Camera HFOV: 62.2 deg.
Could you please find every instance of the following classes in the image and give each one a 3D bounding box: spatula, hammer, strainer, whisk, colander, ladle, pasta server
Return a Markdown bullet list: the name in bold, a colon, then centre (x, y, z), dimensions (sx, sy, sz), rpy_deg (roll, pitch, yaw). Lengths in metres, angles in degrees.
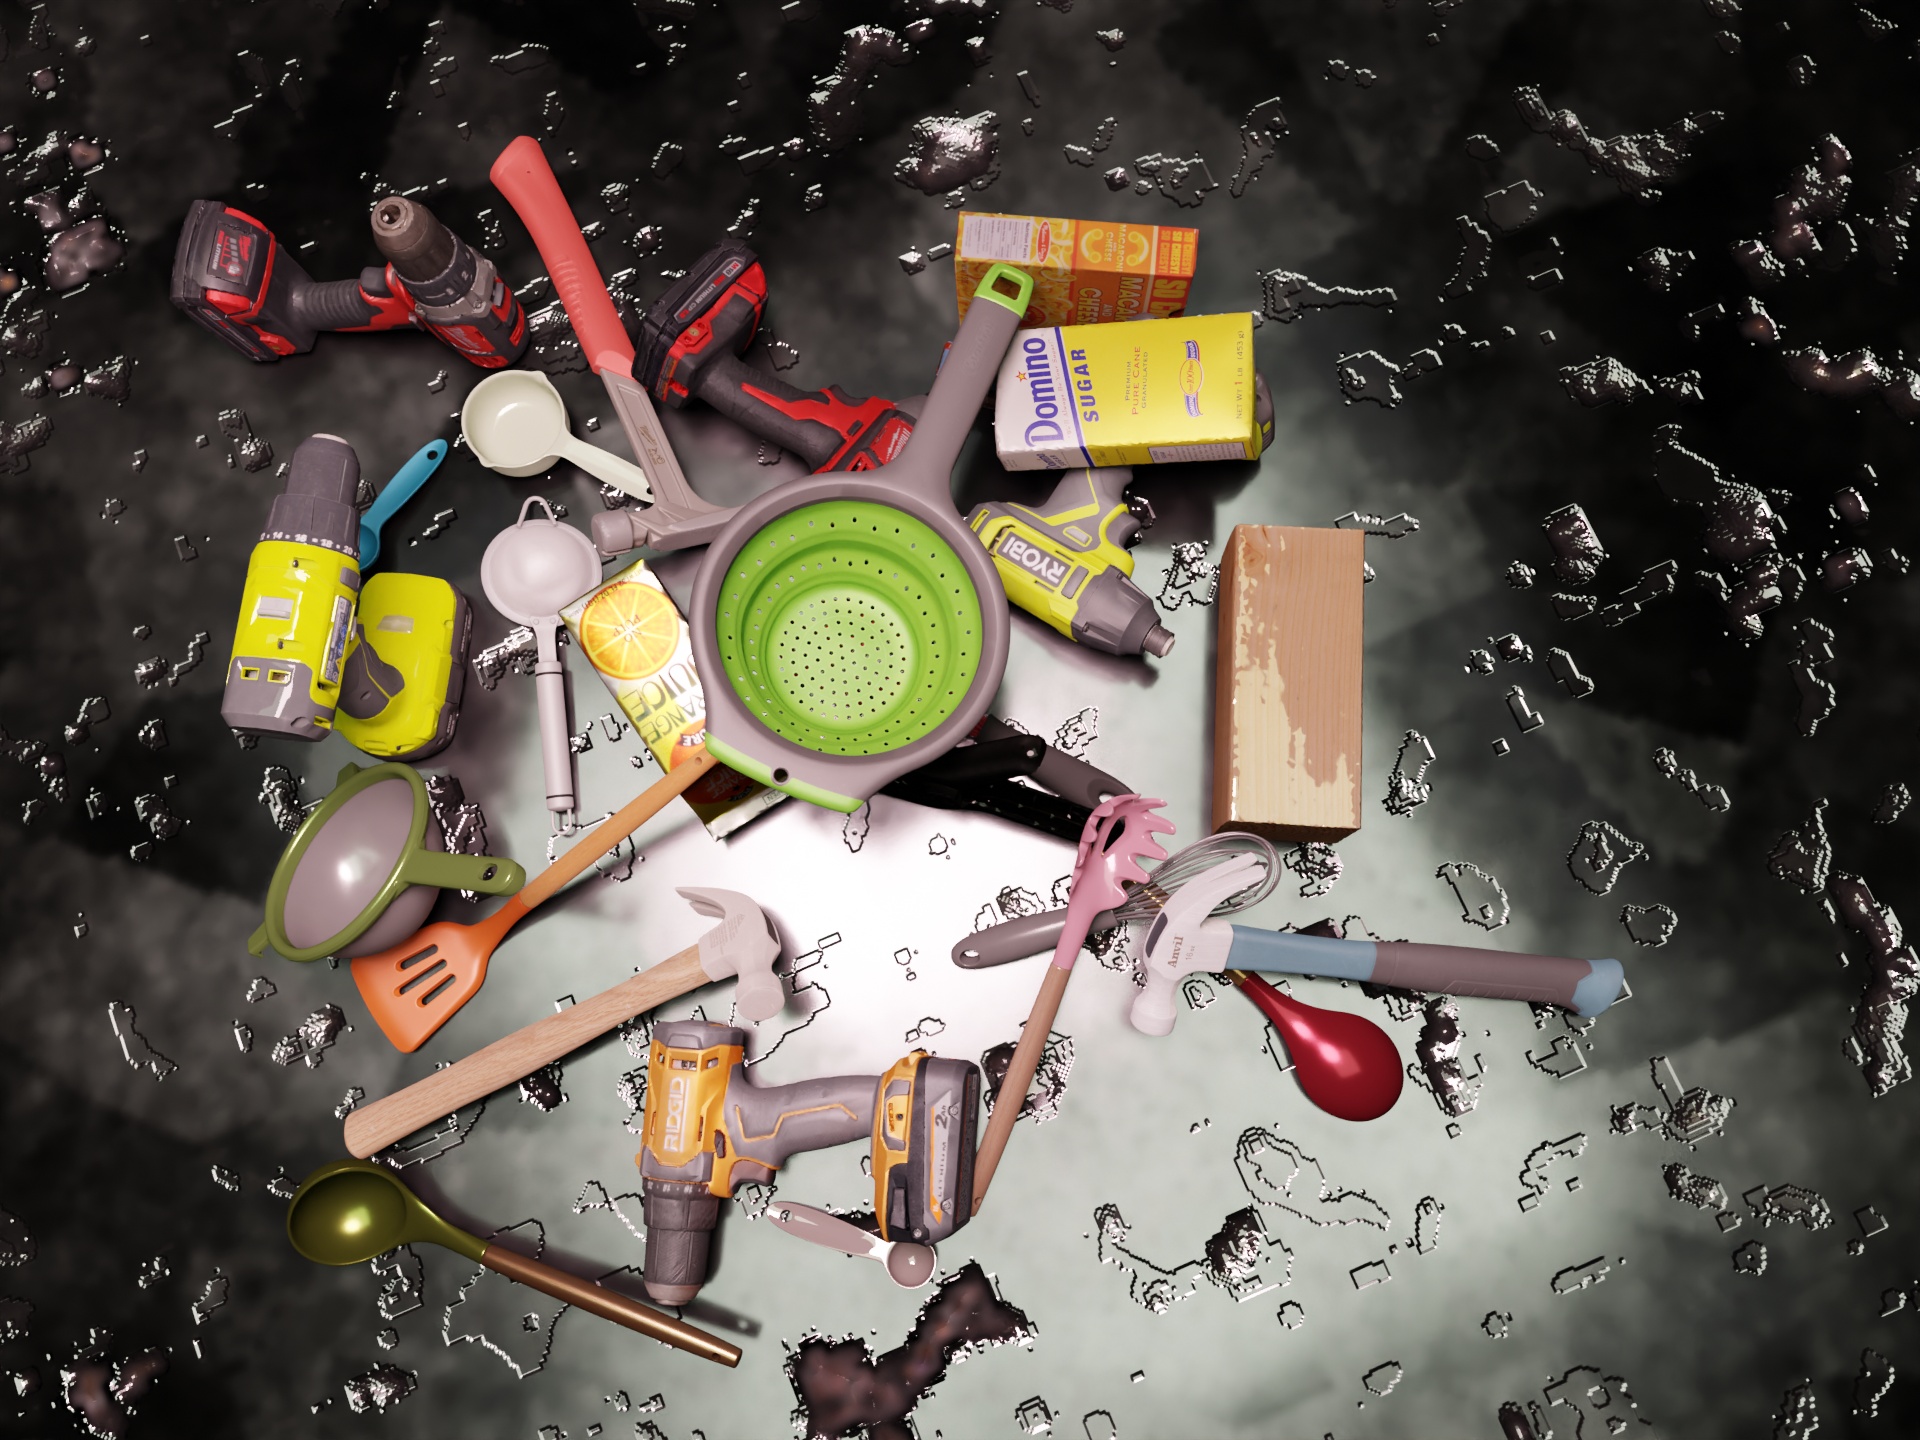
- **spatula**: centre (-0.287, 0.112, 1.097), dimensions (0.322, 0.041, 0.081), rpy_deg (-37, 80, 16)
- **hammer**: centre (-0.258, -0.288, 1.190), dimensions (0.149, 0.036, 0.359), rpy_deg (-18, 72, -26)
- **strainer**: centre (-0.363, 0.109, 1.074), dimensions (0.256, 0.069, 0.152), rpy_deg (0, 60, 37)
- **hammer**: centre (-0.274, 0.212, 1.087), dimensions (0.331, 0.031, 0.130), rpy_deg (-27, 38, 6)
- **whisk**: centre (-0.002, -0.004, 1.132), dimensions (0.296, 0.073, 0.073), rpy_deg (29, 82, 0)
- **whisk**: centre (0.103, 0.128, 1.090), dimensions (0.239, 0.055, 0.055), rpy_deg (-19, 79, 13)
- **colander**: centre (-0.043, -0.125, 1.068), dimensions (0.204, 0.094, 0.397), rpy_deg (24, 75, -2)
- **ladle**: centre (-0.296, 0.370, 1.053), dimensions (0.320, 0.062, 0.078), rpy_deg (18, 106, 10)
- **hammer**: centre (0.285, 0.163, 1.062), dimensions (0.331, 0.033, 0.128), rpy_deg (7, 110, -10)
- **pasta server**: centre (0.061, 0.191, 1.060), dimensions (0.060, 0.040, 0.316), rpy_deg (17, 98, -28)
- **strainer**: centre (-0.299, -0.045, 1.157), dimensions (0.087, 0.050, 0.258), rpy_deg (-5, 82, -14)
- **ladle**: centre (0.180, 0.161, 1.108), dimensions (0.315, 0.031, 0.069), rpy_deg (41, 82, 10)

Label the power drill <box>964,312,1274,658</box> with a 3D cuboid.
- **power drill**: centre (0.123, -0.162, 1.138), dimensions (0.171, 0.080, 0.223), rpy_deg (32, 84, 18)

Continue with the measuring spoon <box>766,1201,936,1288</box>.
- **measuring spoon**: centre (-0.075, 0.355, 1.088), dimensions (0.124, 0.018, 0.034), rpy_deg (16, 72, 12)

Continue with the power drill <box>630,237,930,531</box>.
- **power drill**: centre (-0.115, -0.239, 1.154), dimensions (0.219, 0.078, 0.143), rpy_deg (37, 59, -2)

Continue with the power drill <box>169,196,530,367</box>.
- **power drill**: centre (-0.442, -0.319, 1.141), dimensions (0.226, 0.187, 0.080), rpy_deg (5, 79, 7)

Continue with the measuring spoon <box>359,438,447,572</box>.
- **measuring spoon**: centre (-0.427, -0.160, 1.197), dimensions (0.042, 0.021, 0.129), rpy_deg (33, 73, 8)

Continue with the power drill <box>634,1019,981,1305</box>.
- **power drill**: centre (-0.108, 0.300, 1.059), dimensions (0.226, 0.084, 0.185), rpy_deg (3, 79, 11)

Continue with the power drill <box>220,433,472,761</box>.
- **power drill**: centre (-0.406, -0.070, 1.067), dimensions (0.080, 0.228, 0.191), rpy_deg (6, 80, 3)

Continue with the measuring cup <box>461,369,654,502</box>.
- **measuring cup**: centre (-0.290, -0.199, 1.188), dimensions (0.167, 0.038, 0.083), rpy_deg (27, 80, 2)
